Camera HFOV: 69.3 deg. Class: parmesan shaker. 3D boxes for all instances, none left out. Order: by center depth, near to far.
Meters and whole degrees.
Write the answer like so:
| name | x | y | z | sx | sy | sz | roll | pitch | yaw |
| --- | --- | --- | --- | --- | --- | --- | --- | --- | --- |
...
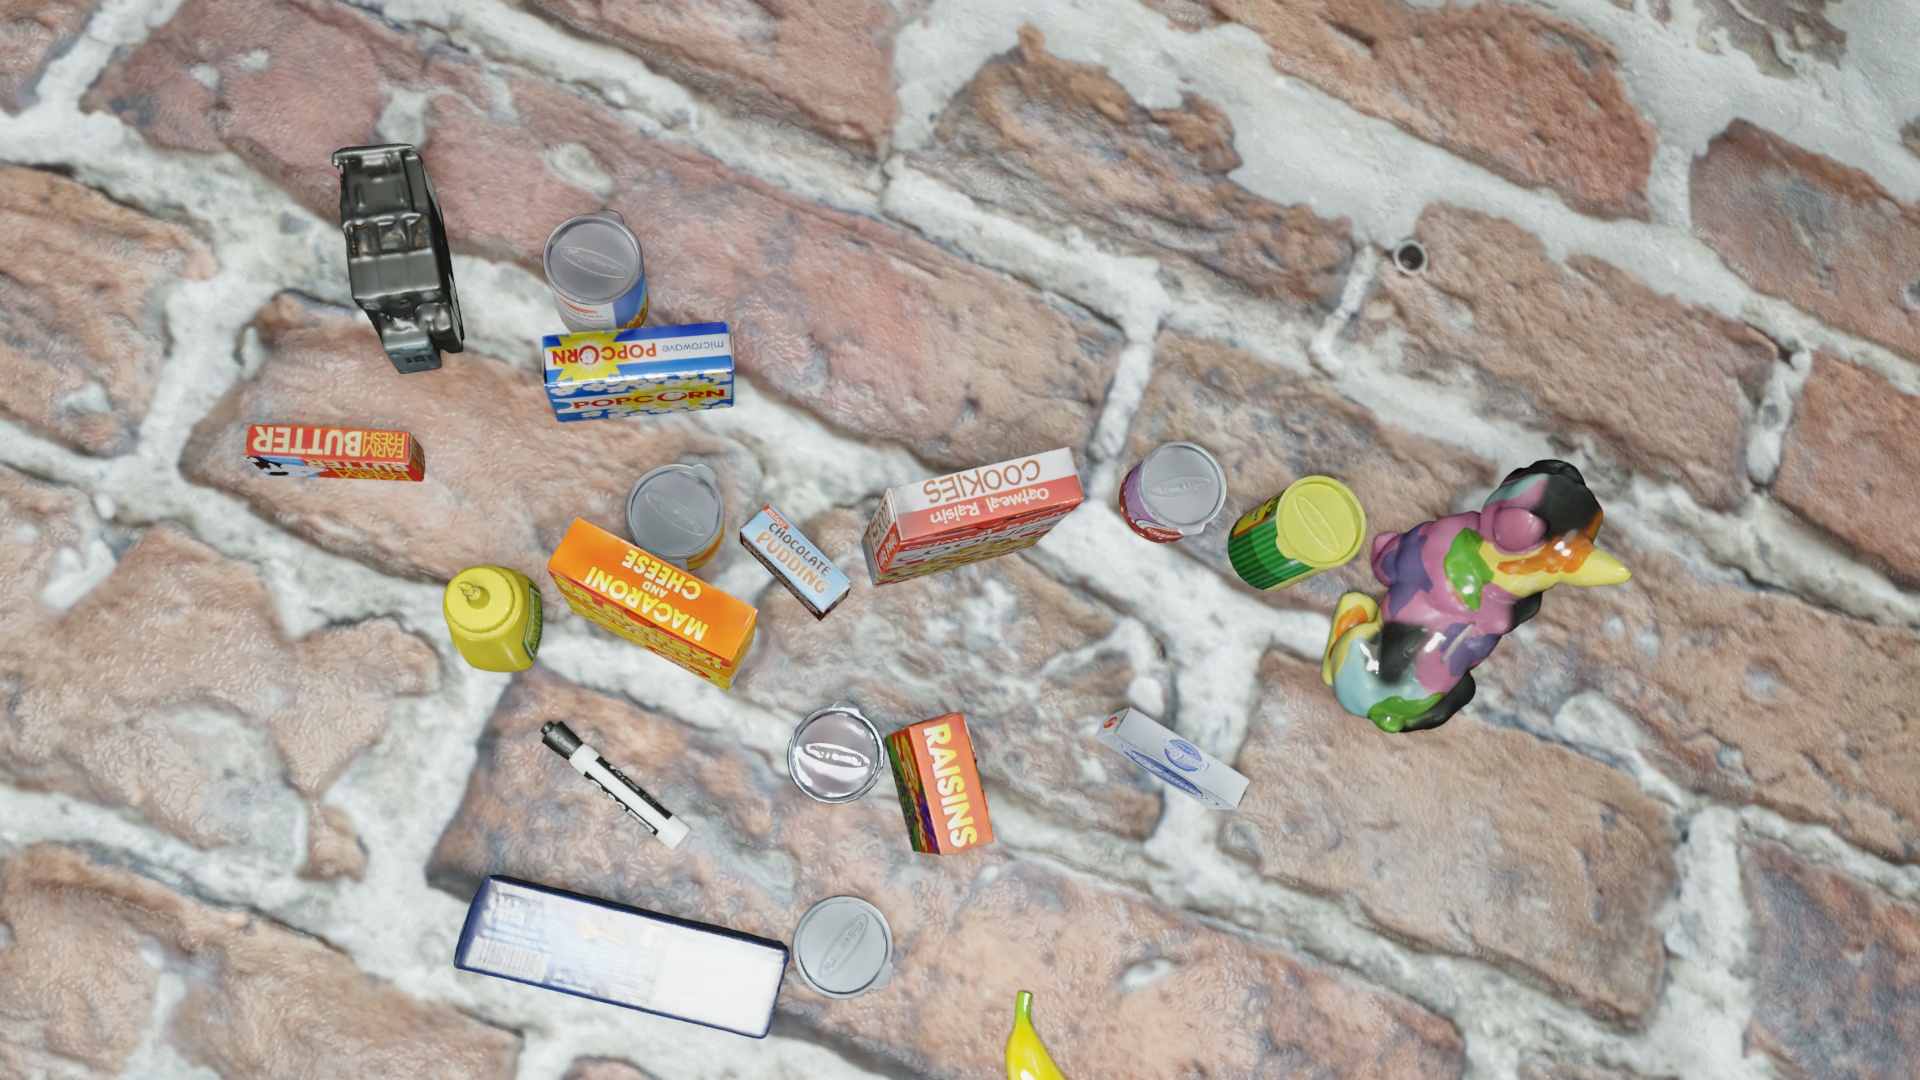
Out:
| name | x | y | z | sx | sy | sz | roll | pitch | yaw |
| --- | --- | --- | --- | --- | --- | --- | --- | --- | --- |
| parmesan shaker | 0.240 | -0.002 | 1.014 | 0.071 | 0.103 | 0.071 | 2 | 78 | -9 |

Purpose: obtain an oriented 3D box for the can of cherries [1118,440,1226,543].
| name | x | y | z | sx | sy | sz | roll | pitch | yaw |
| --- | --- | --- | --- | --- | --- | --- | --- | --- | --- |
| can of cherries | 0.156 | -0.032 | 1.029 | 0.071 | 0.058 | 0.071 | 2 | 78 | -9 |

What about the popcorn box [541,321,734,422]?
| name | x | y | z | sx | sy | sz | roll | pitch | yaw |
| --- | --- | --- | --- | --- | --- | --- | --- | --- | --- |
| popcorn box | -0.222 | -0.116 | 0.968 | 0.127 | 0.085 | 0.038 | -6 | 80 | -11 |

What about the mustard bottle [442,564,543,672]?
| name | x | y | z | sx | sy | sz | roll | pitch | yaw |
| --- | --- | --- | --- | --- | --- | --- | --- | --- | --- |
| mustard bottle | -0.297 | 0.046 | 0.881 | 0.049 | 0.160 | 0.065 | 3 | 78 | -9 |

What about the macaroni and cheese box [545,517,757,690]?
| name | x | y | z | sx | sy | sz | roll | pitch | yaw |
| --- | --- | --- | --- | --- | --- | --- | --- | --- | --- |
| macaroni and cheese box | -0.195 | 0.046 | 0.895 | 0.124 | 0.166 | 0.040 | 28 | 75 | -3 |

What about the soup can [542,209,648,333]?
| name | x | y | z | sx | sy | sz | roll | pitch | yaw |
| --- | --- | --- | --- | --- | --- | --- | --- | --- | --- |
| soup can | -0.254 | -0.184 | 0.978 | 0.071 | 0.083 | 0.071 | 2 | 78 | -9 |

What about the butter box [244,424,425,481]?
| name | x | y | z | sx | sy | sz | roll | pitch | yaw |
| --- | --- | --- | --- | --- | --- | --- | --- | --- | --- |
| butter box | -0.419 | -0.058 | 0.937 | 0.103 | 0.053 | 0.024 | 2 | 78 | -9 |

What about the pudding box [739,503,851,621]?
| name | x | y | z | sx | sy | sz | roll | pitch | yaw |
| --- | --- | --- | --- | --- | --- | --- | --- | --- | --- |
| pudding box | -0.116 | 0.016 | 0.976 | 0.084 | 0.049 | 0.030 | 44 | 75 | 1 |

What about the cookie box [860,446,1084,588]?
| name | x | y | z | sx | sy | sz | roll | pitch | yaw |
| --- | --- | --- | --- | --- | --- | --- | --- | --- | --- |
| cookie box | 0.003 | -0.012 | 0.942 | 0.123 | 0.167 | 0.040 | -14 | 81 | -12 |

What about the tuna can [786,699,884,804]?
| name | x | y | z | sx | sy | sz | roll | pitch | yaw |
| --- | --- | --- | --- | --- | --- | --- | --- | --- | --- |
| tuna can | -0.087 | 0.147 | 0.961 | 0.071 | 0.032 | 0.071 | 2 | 78 | -9 |

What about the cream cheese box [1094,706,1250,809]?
| name | x | y | z | sx | sy | sz | roll | pitch | yaw |
| --- | --- | --- | --- | --- | --- | --- | --- | --- | --- |
| cream cheese box | 0.150 | 0.156 | 0.990 | 0.104 | 0.053 | 0.024 | 32 | 75 | -2 |

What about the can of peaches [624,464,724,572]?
| name | x | y | z | sx | sy | sz | roll | pitch | yaw |
| --- | --- | --- | --- | --- | --- | --- | --- | --- | --- |
| can of peaches | -0.196 | -0.016 | 0.965 | 0.071 | 0.058 | 0.071 | 2 | 78 | -9 |

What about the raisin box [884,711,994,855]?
| name | x | y | z | sx | sy | sz | roll | pitch | yaw |
| --- | --- | --- | --- | --- | --- | --- | --- | --- | --- |
| raisin box | -0.015 | 0.163 | 0.923 | 0.040 | 0.123 | 0.086 | -12 | 81 | -12 |

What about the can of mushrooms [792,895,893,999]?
| name | x | y | z | sx | sy | sz | roll | pitch | yaw |
| --- | --- | --- | --- | --- | --- | --- | --- | --- | --- |
| can of mushrooms | -0.078 | 0.274 | 0.935 | 0.071 | 0.033 | 0.071 | 2 | 78 | -9 |
